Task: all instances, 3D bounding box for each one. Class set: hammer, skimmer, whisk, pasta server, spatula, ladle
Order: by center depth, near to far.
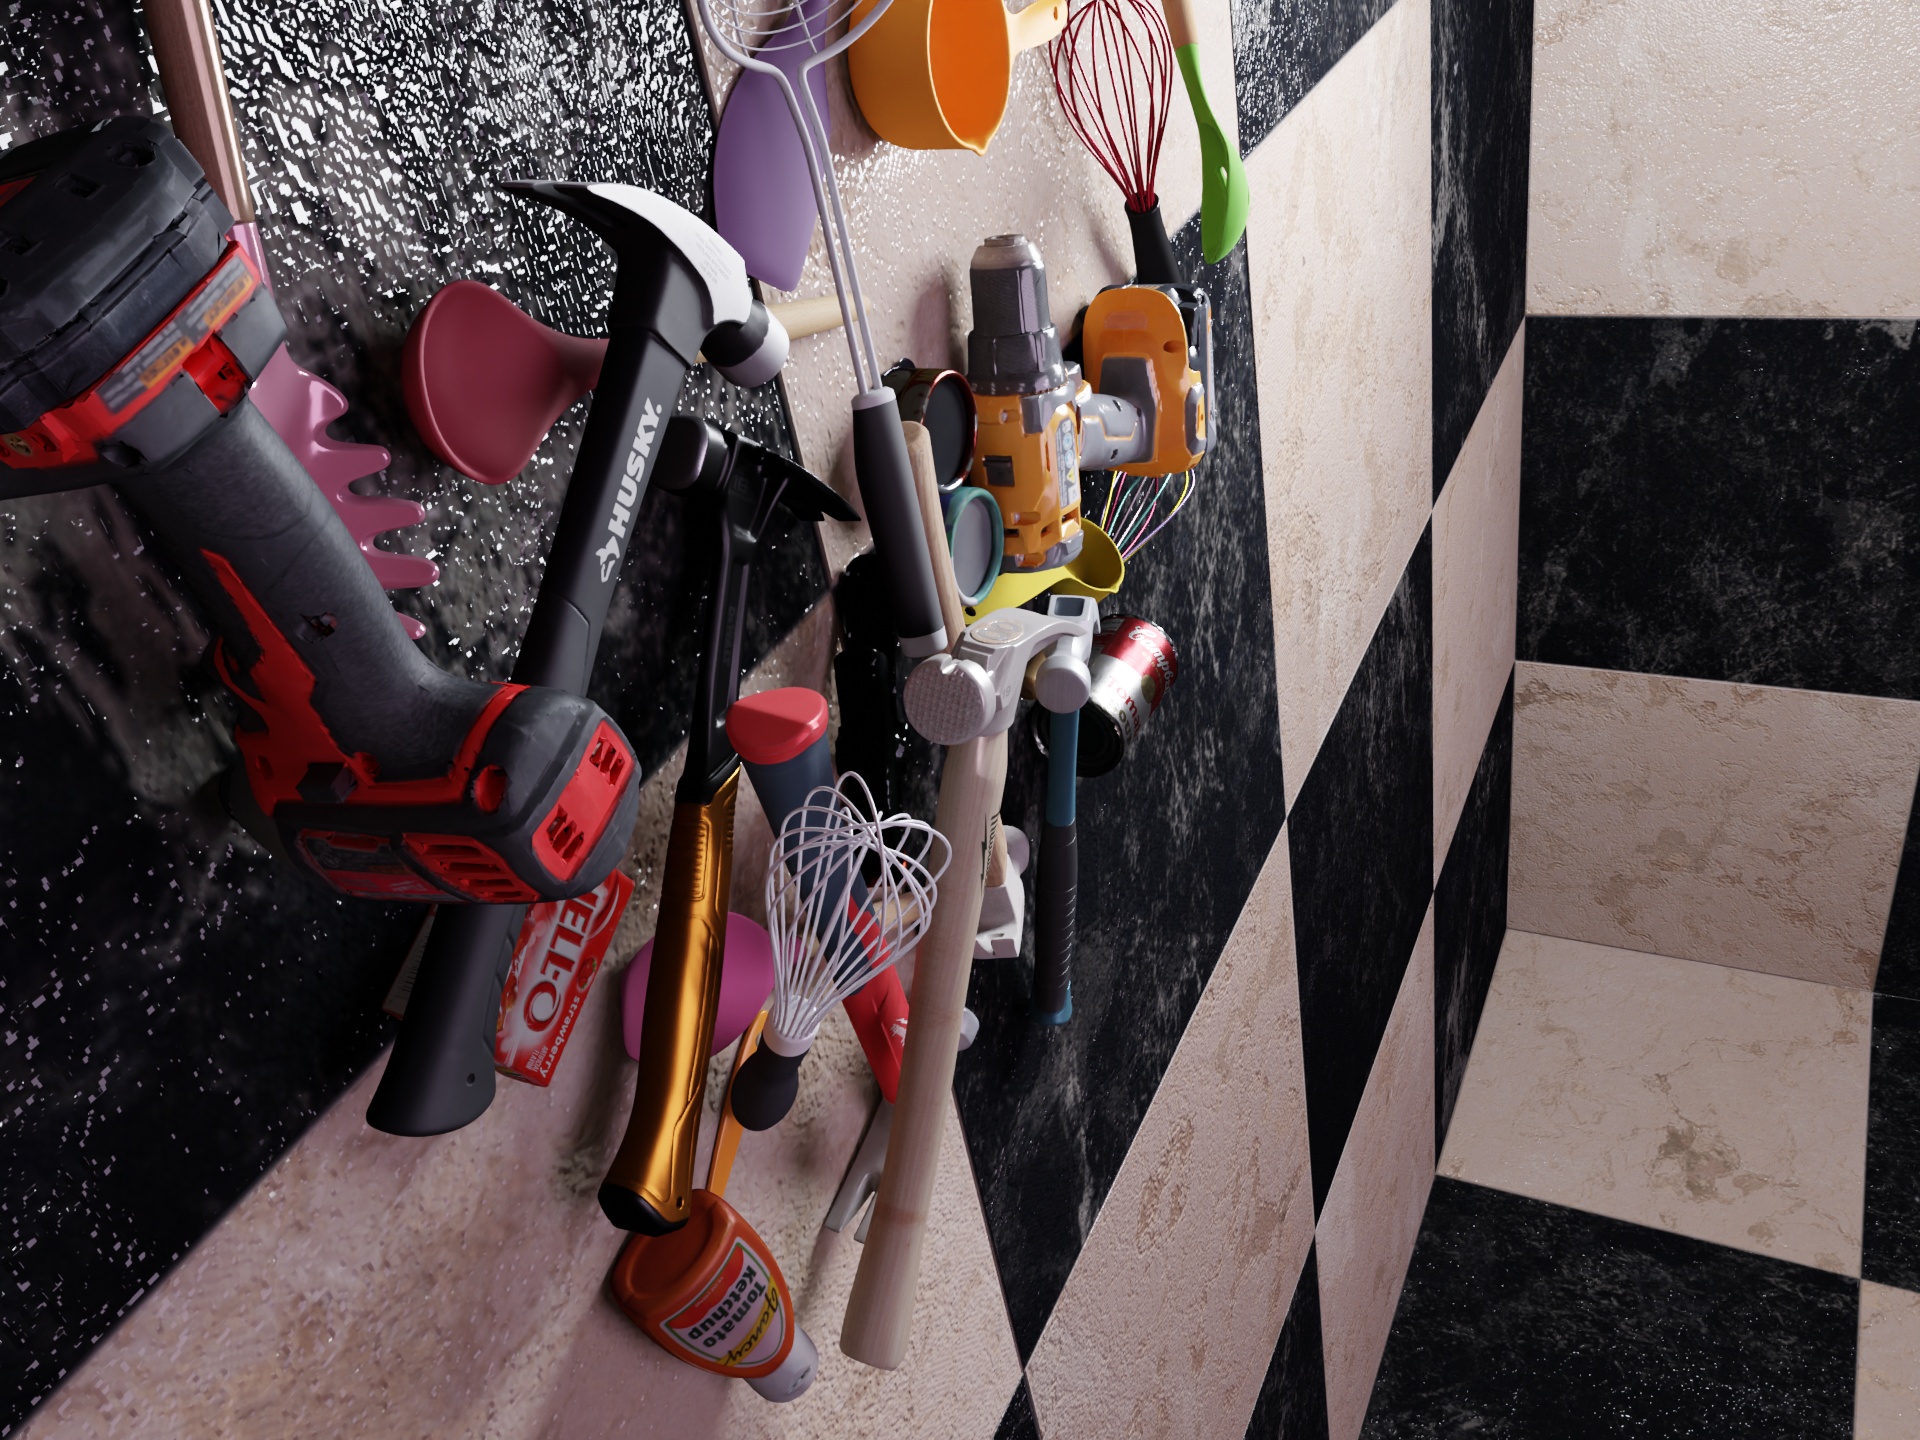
[{"bbox_3d":[-0.207,-0.169,0.449,0.060,0.040,0.316,-63,150,-65],"label":"pasta server"},{"bbox_3d":[-0.142,-0.025,0.551,0.146,0.035,0.335,39,62,-65],"label":"hammer"},{"bbox_3d":[-0.116,-0.153,0.645,0.315,0.031,0.069,-36,124,-57],"label":"ladle"},{"bbox_3d":[-0.064,0.114,0.656,0.070,0.070,0.284,-59,176,-38],"label":"whisk"},{"bbox_3d":[-0.032,-0.198,0.676,0.127,0.090,0.363,-28,115,-40],"label":"skimmer"},{"bbox_3d":[-0.108,0.048,0.687,0.127,0.034,0.337,17,78,-62],"label":"hammer"},{"bbox_3d":[-0.062,-0.347,0.706,0.059,0.018,0.316,18,80,-46],"label":"spatula"},{"bbox_3d":[-0.056,0.123,0.755,0.385,0.038,0.143,77,34,-54],"label":"hammer"},{"bbox_3d":[-0.009,0.145,0.791,0.146,0.038,0.410,-35,138,-62],"label":"hammer"},{"bbox_3d":[-0.001,-0.003,0.850,0.130,0.031,0.331,-85,166,-53],"label":"hammer"},{"bbox_3d":[0.061,0.068,0.984,0.128,0.033,0.330,-79,171,-53],"label":"hammer"},{"bbox_3d":[0.113,-0.344,1.014,0.295,0.073,0.073,61,44,-57],"label":"whisk"},{"bbox_3d":[0.091,-0.106,1.062,0.047,0.051,0.245,52,52,-28],"label":"whisk"}]

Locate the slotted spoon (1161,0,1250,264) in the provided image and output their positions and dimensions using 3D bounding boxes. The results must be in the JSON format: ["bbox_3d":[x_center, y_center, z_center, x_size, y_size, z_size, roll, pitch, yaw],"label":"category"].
[{"bbox_3d":[0.133,-0.435,0.967,0.070,0.031,0.314,-177,-106,-86],"label":"slotted spoon"}]

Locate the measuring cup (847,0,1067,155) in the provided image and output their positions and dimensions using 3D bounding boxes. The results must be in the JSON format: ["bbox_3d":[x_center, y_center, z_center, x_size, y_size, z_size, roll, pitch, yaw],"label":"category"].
[{"bbox_3d":[0.001,-0.342,0.799,0.174,0.052,0.095,-50,139,-50],"label":"measuring cup"}]

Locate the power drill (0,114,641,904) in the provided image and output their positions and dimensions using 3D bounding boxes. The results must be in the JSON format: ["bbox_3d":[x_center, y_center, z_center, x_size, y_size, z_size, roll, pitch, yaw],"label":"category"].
[{"bbox_3d":[-0.192,-0.031,0.415,0.219,0.143,0.079,61,40,-41],"label":"power drill"}]

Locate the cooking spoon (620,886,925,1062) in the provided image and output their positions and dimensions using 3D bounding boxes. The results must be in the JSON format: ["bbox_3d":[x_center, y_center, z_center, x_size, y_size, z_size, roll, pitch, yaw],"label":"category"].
[{"bbox_3d":[-0.071,0.112,0.814,0.319,0.017,0.069,-9,100,-62],"label":"cooking spoon"}]

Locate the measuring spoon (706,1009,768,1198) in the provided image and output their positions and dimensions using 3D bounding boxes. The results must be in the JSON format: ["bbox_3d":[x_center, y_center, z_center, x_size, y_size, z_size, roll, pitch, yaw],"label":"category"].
[{"bbox_3d":[-0.108,0.199,0.772,0.021,0.011,0.117,35,66,-61],"label":"measuring spoon"}]

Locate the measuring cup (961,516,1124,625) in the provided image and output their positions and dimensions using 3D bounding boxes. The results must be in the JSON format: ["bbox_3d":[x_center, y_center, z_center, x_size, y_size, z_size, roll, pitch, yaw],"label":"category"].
[{"bbox_3d":[0.041,-0.081,0.972,0.156,0.029,0.062,-29,80,-42],"label":"measuring cup"}]

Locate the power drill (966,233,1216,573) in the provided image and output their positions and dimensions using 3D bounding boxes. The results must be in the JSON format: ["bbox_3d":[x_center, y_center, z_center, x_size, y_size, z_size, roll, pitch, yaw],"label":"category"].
[{"bbox_3d":[0.074,-0.208,0.953,0.226,0.084,0.185,-37,127,-49],"label":"power drill"}]
